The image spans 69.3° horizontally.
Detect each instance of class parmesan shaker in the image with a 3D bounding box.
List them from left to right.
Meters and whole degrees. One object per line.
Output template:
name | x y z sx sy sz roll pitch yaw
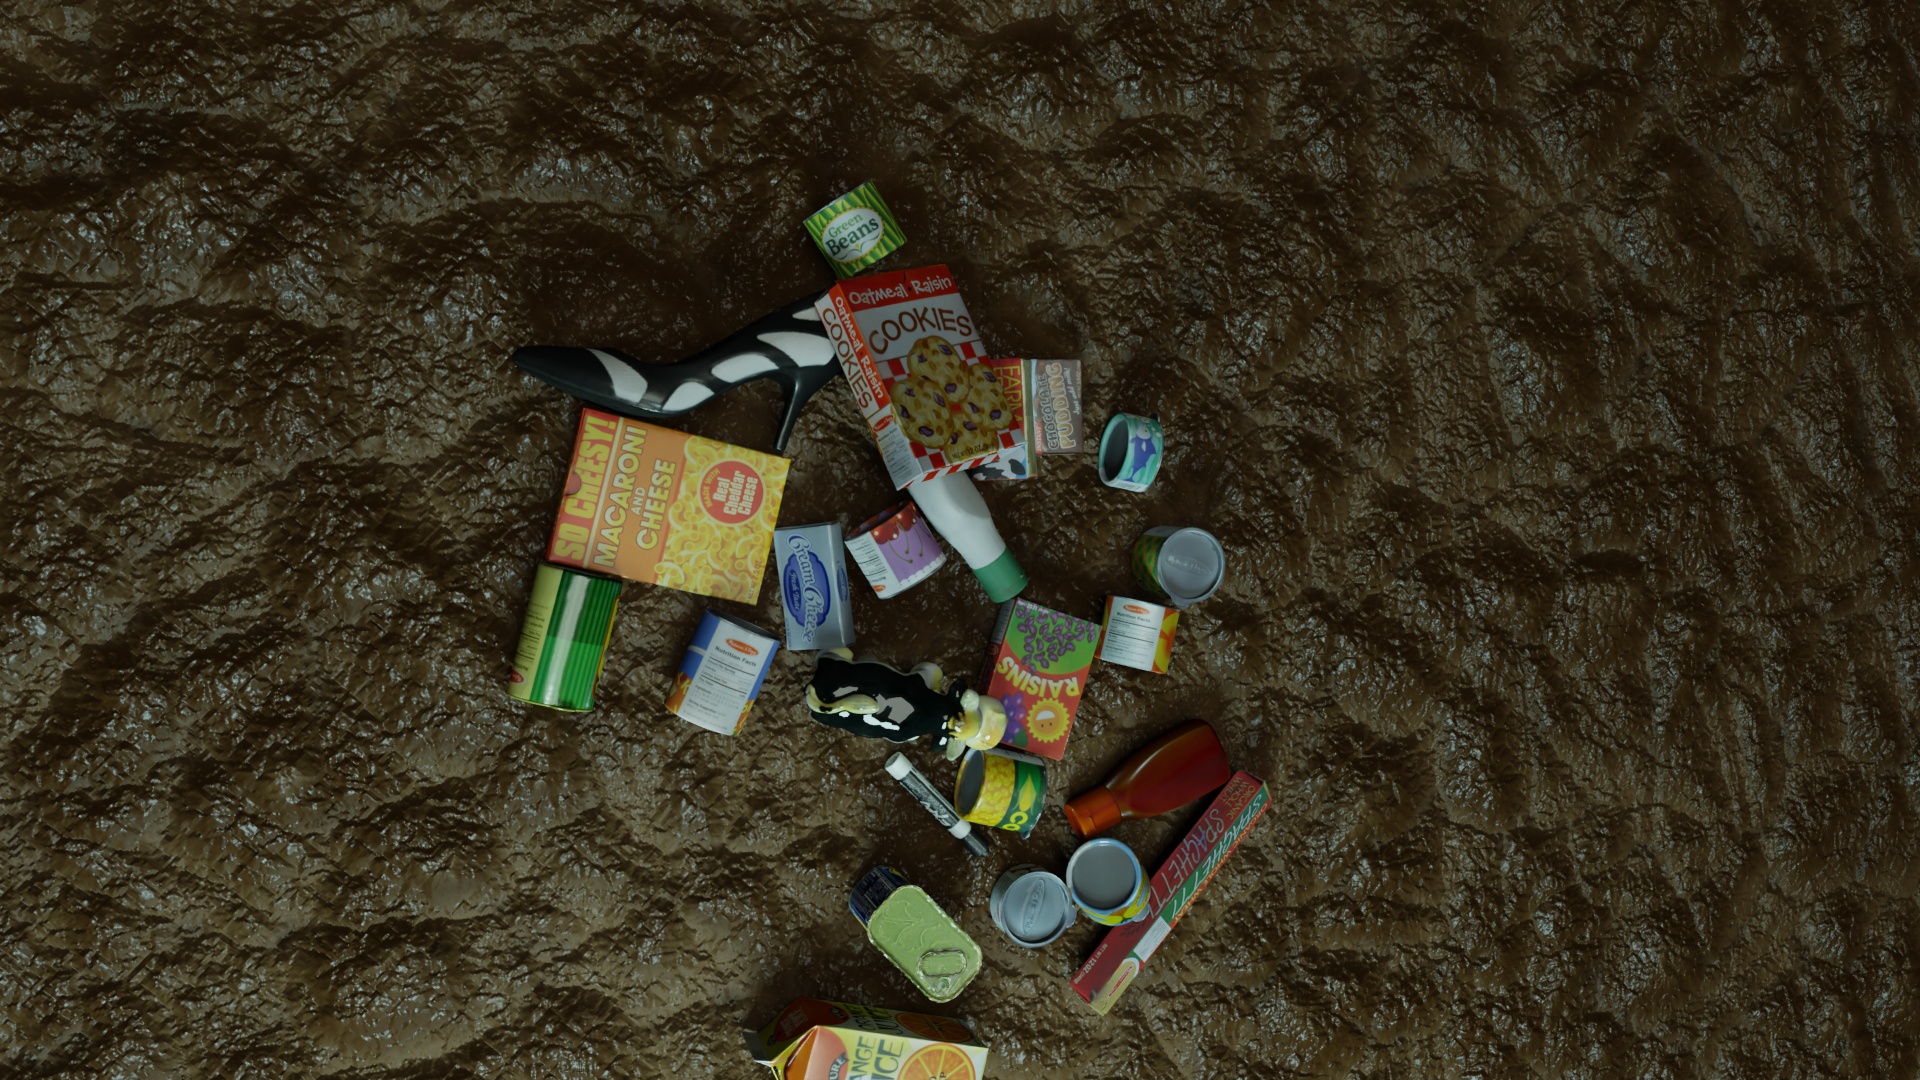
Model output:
parmesan shaker | -0.302 0.074 1.066 0.071 0.071 0.103 15 87 -18

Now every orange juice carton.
orange juice carton | -0.083 0.428 1.144 0.193 0.072 0.073 15 86 -18

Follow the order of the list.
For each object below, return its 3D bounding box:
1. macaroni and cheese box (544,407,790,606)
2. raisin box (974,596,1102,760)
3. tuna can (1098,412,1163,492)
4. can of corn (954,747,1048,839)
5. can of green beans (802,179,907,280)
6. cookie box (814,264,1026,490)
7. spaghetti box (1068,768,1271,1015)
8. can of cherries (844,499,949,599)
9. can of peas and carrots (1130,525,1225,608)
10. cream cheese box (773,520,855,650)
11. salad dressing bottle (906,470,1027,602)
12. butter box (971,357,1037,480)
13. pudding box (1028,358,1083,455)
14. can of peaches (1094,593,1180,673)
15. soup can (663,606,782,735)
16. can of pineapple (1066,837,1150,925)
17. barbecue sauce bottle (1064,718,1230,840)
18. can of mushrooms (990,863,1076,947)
macaroni and cheese box | -0.231 -0.026 1.103 0.166 0.040 0.123 14 86 -18
raisin box | 0.062 0.118 1.201 0.086 0.040 0.123 19 85 -17
tuna can | 0.148 -0.080 1.210 0.033 0.071 0.071 10 88 -17
can of corn | 0.033 0.213 1.178 0.058 0.071 0.071 16 87 -19
can of green beans | -0.085 -0.252 1.131 0.071 0.071 0.057 -35 102 -14
cookie box | -0.031 -0.136 1.122 0.123 0.040 0.167 -19 83 -43
spaghetti box | 0.191 0.312 1.240 0.250 0.029 0.050 -49 144 -11
can of cherries | -0.052 0.006 1.149 0.071 0.071 0.058 -33 100 -14
can of peas and carrots | 0.191 0.023 1.231 0.071 0.058 0.071 -1 92 -17
cream cheese box | -0.120 0.037 1.135 0.053 0.024 0.103 -6 94 20
salad dressing bottle | 0.004 -0.015 1.172 0.044 0.064 0.147 -26 109 23
butter box | 0.035 -0.103 1.182 0.053 0.024 0.103 -2 92 22
pudding box | 0.079 -0.116 1.206 0.050 0.030 0.083 -2 92 -17
can of peaches | 0.155 0.082 1.218 0.071 0.071 0.058 13 87 -18
soup can | -0.190 0.103 1.106 0.071 0.071 0.084 25 89 -17
can of pineapple | 0.130 0.296 1.201 0.071 0.057 0.071 -6 65 13
barbecue sauce bottle | 0.165 0.217 1.234 0.149 0.043 0.064 -25 101 -15
can of mushrooms | 0.063 0.318 1.209 0.071 0.033 0.071 0 91 -18
